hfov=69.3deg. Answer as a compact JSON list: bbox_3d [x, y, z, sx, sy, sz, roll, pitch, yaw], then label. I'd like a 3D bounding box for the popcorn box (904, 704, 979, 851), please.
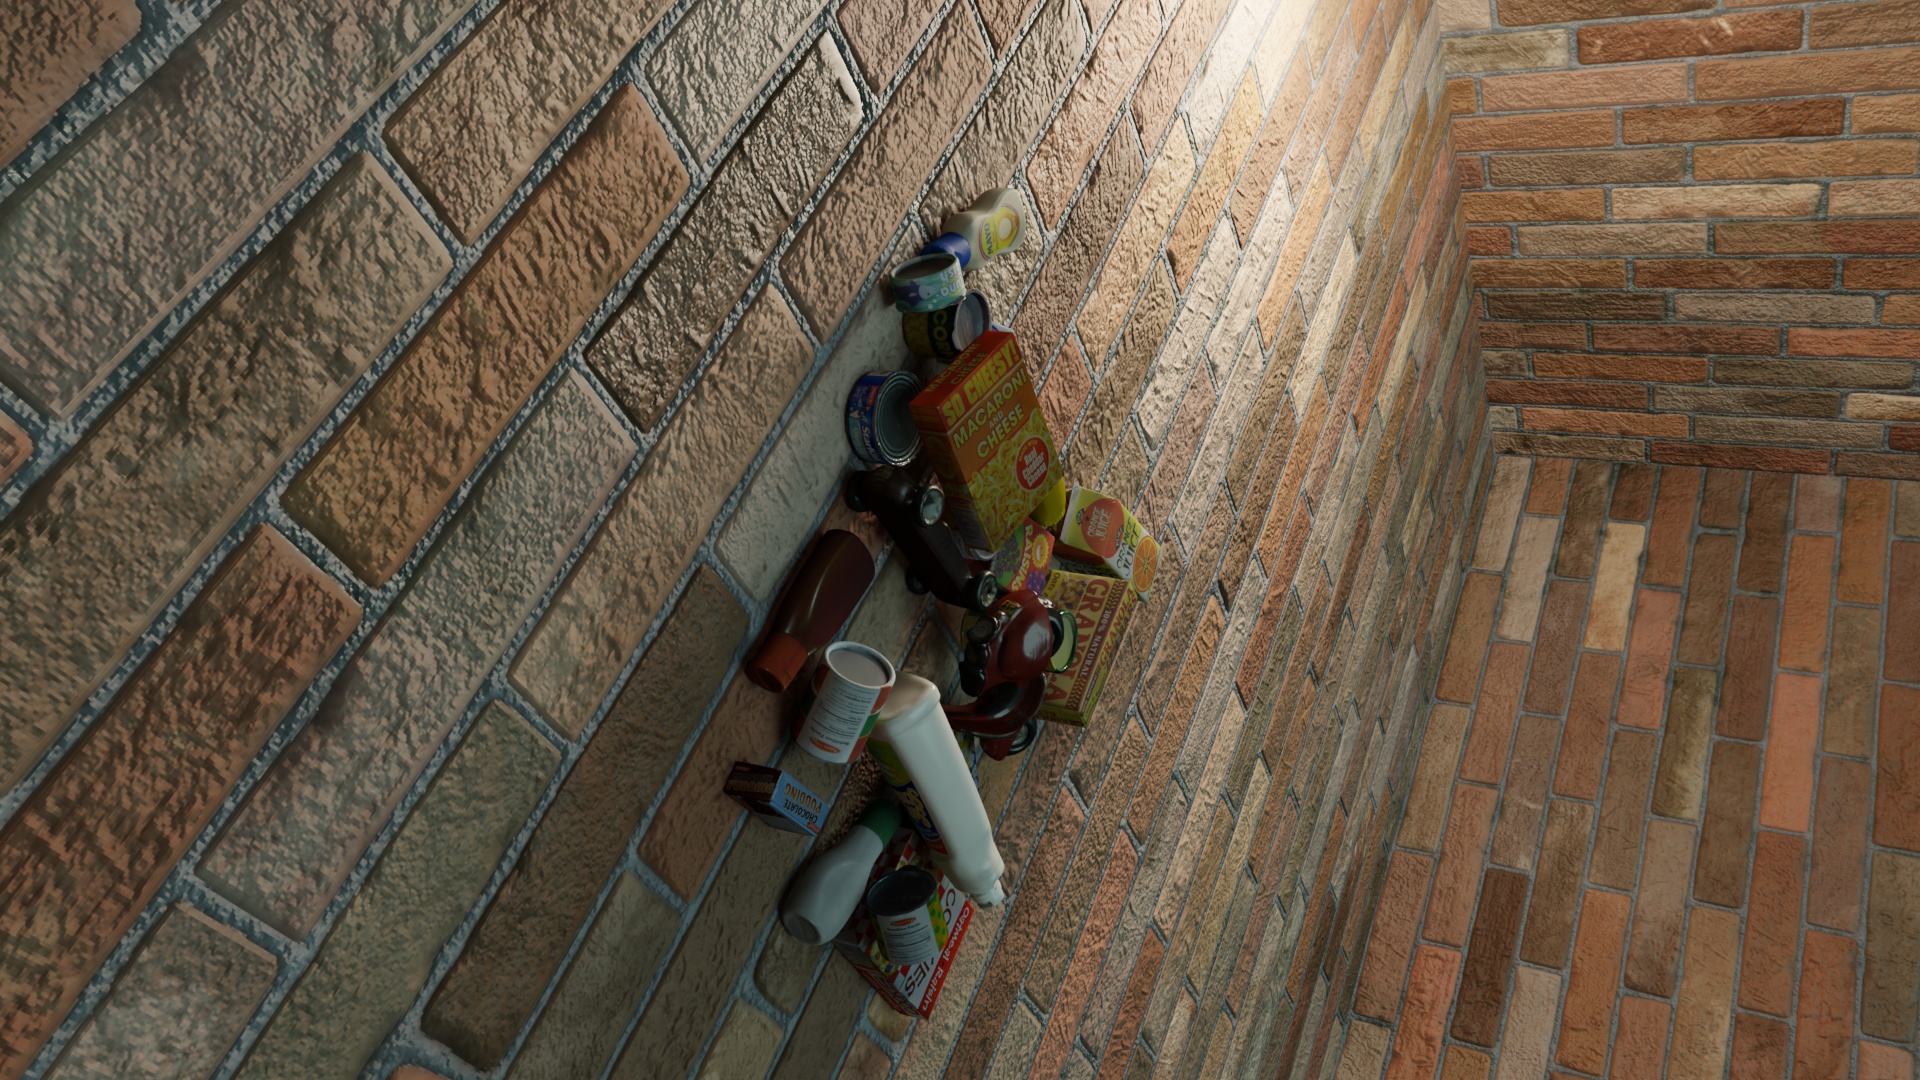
[{"bbox_3d":[-0.020,0.239,1.387,0.085,0.038,0.126,-33,123,-53],"label":"popcorn box"}]

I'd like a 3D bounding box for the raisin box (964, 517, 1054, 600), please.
[{"bbox_3d":[0.051,0.015,1.461,0.123,0.040,0.086,36,64,-56],"label":"raisin box"}]

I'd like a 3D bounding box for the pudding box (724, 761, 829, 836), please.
[{"bbox_3d":[-0.151,0.216,1.154,0.083,0.049,0.030,52,51,-49],"label":"pudding box"}]

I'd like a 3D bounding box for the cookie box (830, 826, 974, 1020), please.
[{"bbox_3d":[-0.054,0.373,1.354,0.123,0.040,0.166,-63,142,-31],"label":"cookie box"}]

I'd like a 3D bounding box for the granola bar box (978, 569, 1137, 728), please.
[{"bbox_3d":[0.103,0.110,1.482,0.166,0.124,0.039,-65,146,-28],"label":"granola bar box"}]

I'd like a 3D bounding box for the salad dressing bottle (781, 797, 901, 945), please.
[{"bbox_3d":[-0.103,0.296,1.255,0.148,0.044,0.064,-50,134,-44],"label":"salad dressing bottle"}]

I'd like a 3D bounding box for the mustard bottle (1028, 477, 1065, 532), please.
[{"bbox_3d":[0.079,-0.057,1.477,0.049,0.065,0.159,-62,149,-22],"label":"mustard bottle"}]

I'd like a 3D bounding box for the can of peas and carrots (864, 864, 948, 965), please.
[{"bbox_3d":[-0.048,0.340,1.259,0.071,0.071,0.058,-40,124,-49],"label":"can of peas and carrots"}]

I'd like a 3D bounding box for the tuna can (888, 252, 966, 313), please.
[{"bbox_3d":[-0.028,-0.233,1.255,0.071,0.071,0.032,-47,133,-44],"label":"tuna can"}]

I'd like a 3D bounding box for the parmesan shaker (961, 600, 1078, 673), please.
[{"bbox_3d":[0.062,0.101,1.433,0.071,0.103,0.071,-17,110,-57],"label":"parmesan shaker"}]

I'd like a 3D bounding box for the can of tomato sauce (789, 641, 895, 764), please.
[{"bbox_3d":[-0.100,0.136,1.181,0.071,0.071,0.082,-19,139,-56],"label":"can of tomato sauce"}]

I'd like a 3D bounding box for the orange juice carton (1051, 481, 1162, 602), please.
[{"bbox_3d":[0.161,0.003,1.608,0.192,0.073,0.072,40,62,-54],"label":"orange juice carton"}]

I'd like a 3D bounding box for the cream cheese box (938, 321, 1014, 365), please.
[{"bbox_3d":[0.017,-0.194,1.382,0.104,0.024,0.053,9,89,-59],"label":"cream cheese box"}]

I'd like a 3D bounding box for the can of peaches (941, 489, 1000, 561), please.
[{"bbox_3d":[0.005,-0.017,1.362,0.071,0.058,0.071,-15,107,-57],"label":"can of peaches"}]

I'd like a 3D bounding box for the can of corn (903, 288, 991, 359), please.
[{"bbox_3d":[-0.013,-0.201,1.297,0.071,0.058,0.071,-17,110,-57],"label":"can of corn"}]

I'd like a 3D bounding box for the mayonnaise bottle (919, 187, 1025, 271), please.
[{"bbox_3d":[0.013,-0.292,1.340,0.149,0.041,0.064,-44,133,-47],"label":"mayonnaise bottle"}]

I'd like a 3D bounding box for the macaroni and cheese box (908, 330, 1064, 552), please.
[{"bbox_3d":[0.026,-0.092,1.286,0.124,0.040,0.165,-48,131,-32],"label":"macaroni and cheese box"}]

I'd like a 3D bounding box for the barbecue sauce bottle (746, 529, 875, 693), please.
[{"bbox_3d":[-0.126,0.062,1.174,0.149,0.043,0.064,-58,142,-35],"label":"barbecue sauce bottle"}]
